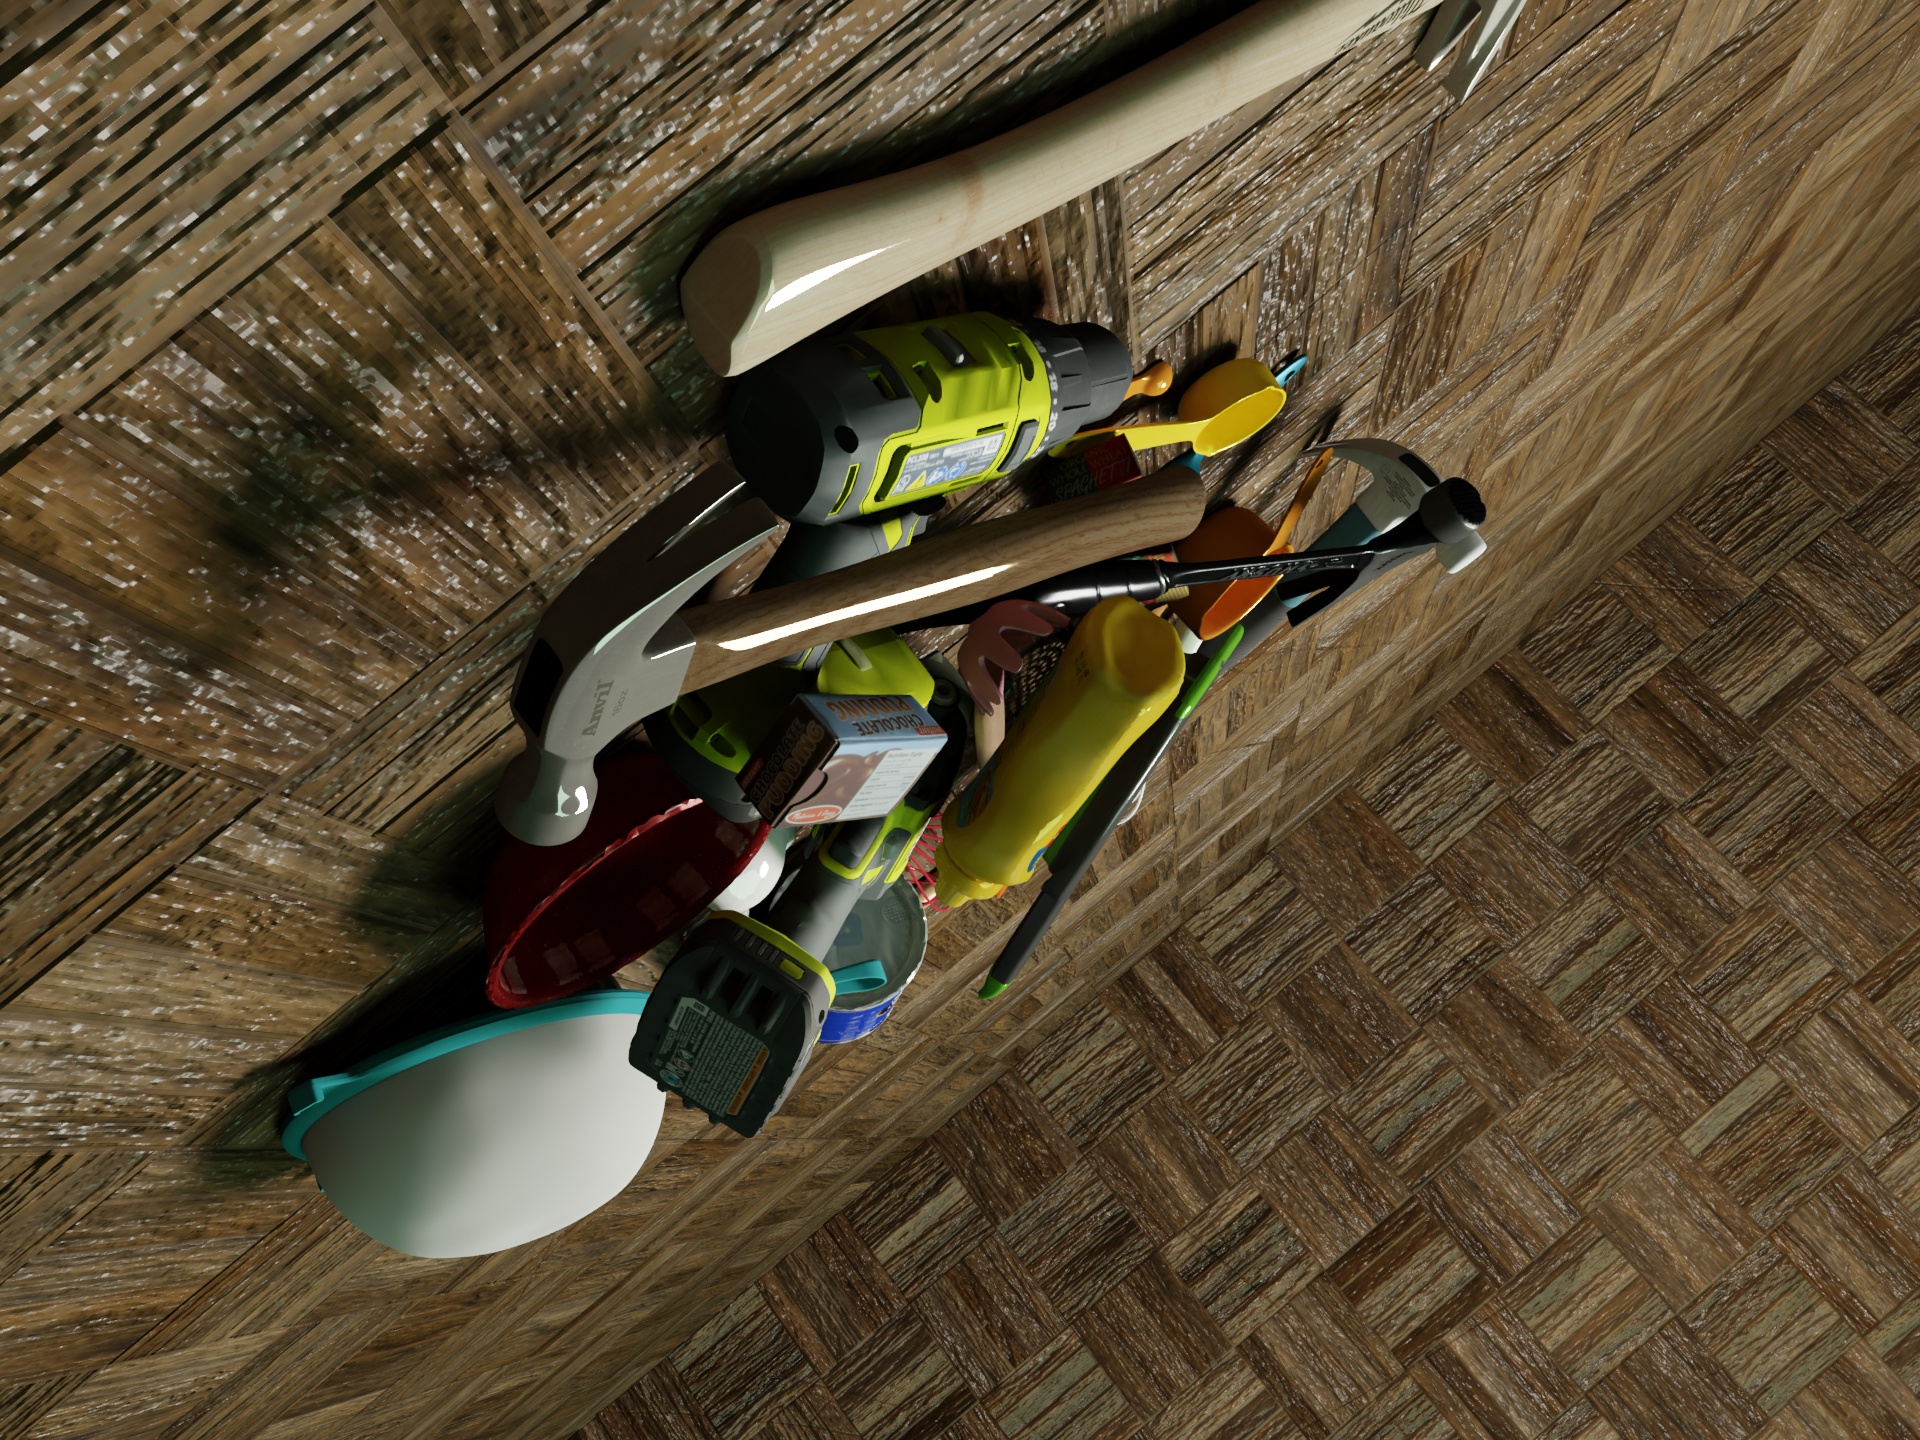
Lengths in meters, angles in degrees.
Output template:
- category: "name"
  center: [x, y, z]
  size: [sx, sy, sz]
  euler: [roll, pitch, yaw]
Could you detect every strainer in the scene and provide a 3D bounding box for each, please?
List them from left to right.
- category: "strainer"
  center: [-0.187, 0.217, 0.879]
  size: [0.340, 0.095, 0.211]
  euler: [-13, 157, -23]
- category: "strainer"
  center: [-0.137, 0.109, 0.970]
  size: [0.087, 0.050, 0.258]
  euler: [-19, 162, -13]

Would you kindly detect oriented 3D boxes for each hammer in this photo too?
- category: "hammer"
  center: [-0.014, -0.054, 0.588]
  size: [0.331, 0.031, 0.130]
  euler: [-22, 150, -42]
- category: "hammer"
  center: [0.078, -0.223, 0.585]
  size: [0.410, 0.038, 0.146]
  euler: [-33, 164, -21]
- category: "hammer"
  center: [0.120, -0.081, 0.899]
  size: [0.408, 0.036, 0.149]
  euler: [-9, 164, -37]
- category: "hammer"
  center: [0.229, -0.086, 1.164]
  size: [0.033, 0.128, 0.331]
  euler: [-25, 167, -39]

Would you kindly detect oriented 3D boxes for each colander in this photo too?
- category: "colander"
  center: [0.060, 0.066, 1.125]
  size: [0.204, 0.094, 0.396]
  euler: [-49, 170, -46]

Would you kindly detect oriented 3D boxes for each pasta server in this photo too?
- category: "pasta server"
  center: [0.022, -0.003, 0.891]
  size: [0.060, 0.040, 0.316]
  euler: [-50, 170, -11]

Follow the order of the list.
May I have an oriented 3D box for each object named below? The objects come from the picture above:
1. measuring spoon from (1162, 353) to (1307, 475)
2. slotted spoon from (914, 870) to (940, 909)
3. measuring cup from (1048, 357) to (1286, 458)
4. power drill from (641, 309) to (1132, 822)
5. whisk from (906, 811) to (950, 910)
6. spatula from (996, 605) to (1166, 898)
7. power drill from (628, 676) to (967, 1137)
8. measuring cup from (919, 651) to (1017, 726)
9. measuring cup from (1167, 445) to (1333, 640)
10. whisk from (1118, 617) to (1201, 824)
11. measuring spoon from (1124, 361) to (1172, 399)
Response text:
- category: "measuring spoon"
  center: [0.159, -0.164, 0.935]
  size: [0.128, 0.021, 0.042]
  euler: [-43, 164, 12]
- category: "slotted spoon"
  center: [-0.062, 0.169, 1.310]
  size: [0.314, 0.031, 0.070]
  euler: [-37, 164, -16]
- category: "measuring cup"
  center: [0.104, -0.161, 0.834]
  size: [0.156, 0.029, 0.062]
  euler: [-14, 160, -32]
- category: "power drill"
  center: [-0.031, -0.072, 0.667]
  size: [0.190, 0.080, 0.228]
  euler: [-23, 153, -43]
- category: "whisk"
  center: [-0.040, 0.077, 1.072]
  size: [0.073, 0.073, 0.295]
  euler: [-40, 158, 1]
- category: "spatula"
  center: [0.088, 0.017, 1.215]
  size: [0.322, 0.041, 0.081]
  euler: [-59, 179, 43]
- category: "power drill"
  center: [-0.071, 0.085, 0.815]
  size: [0.223, 0.080, 0.171]
  euler: [-57, 178, -42]
- category: "measuring cup"
  center: [-0.002, -0.003, 0.969]
  size: [0.083, 0.038, 0.167]
  euler: [-49, 159, 27]
- category: "measuring cup"
  center: [0.188, -0.129, 1.045]
  size: [0.095, 0.052, 0.173]
  euler: [-28, 155, -37]
- category: "whisk"
  center: [0.147, -0.013, 1.218]
  size: [0.246, 0.059, 0.058]
  euler: [-65, 177, 33]
- category: "measuring spoon"
  center: [0.064, -0.150, 0.783]
  size: [0.117, 0.011, 0.021]
  euler: [-31, 161, -29]
